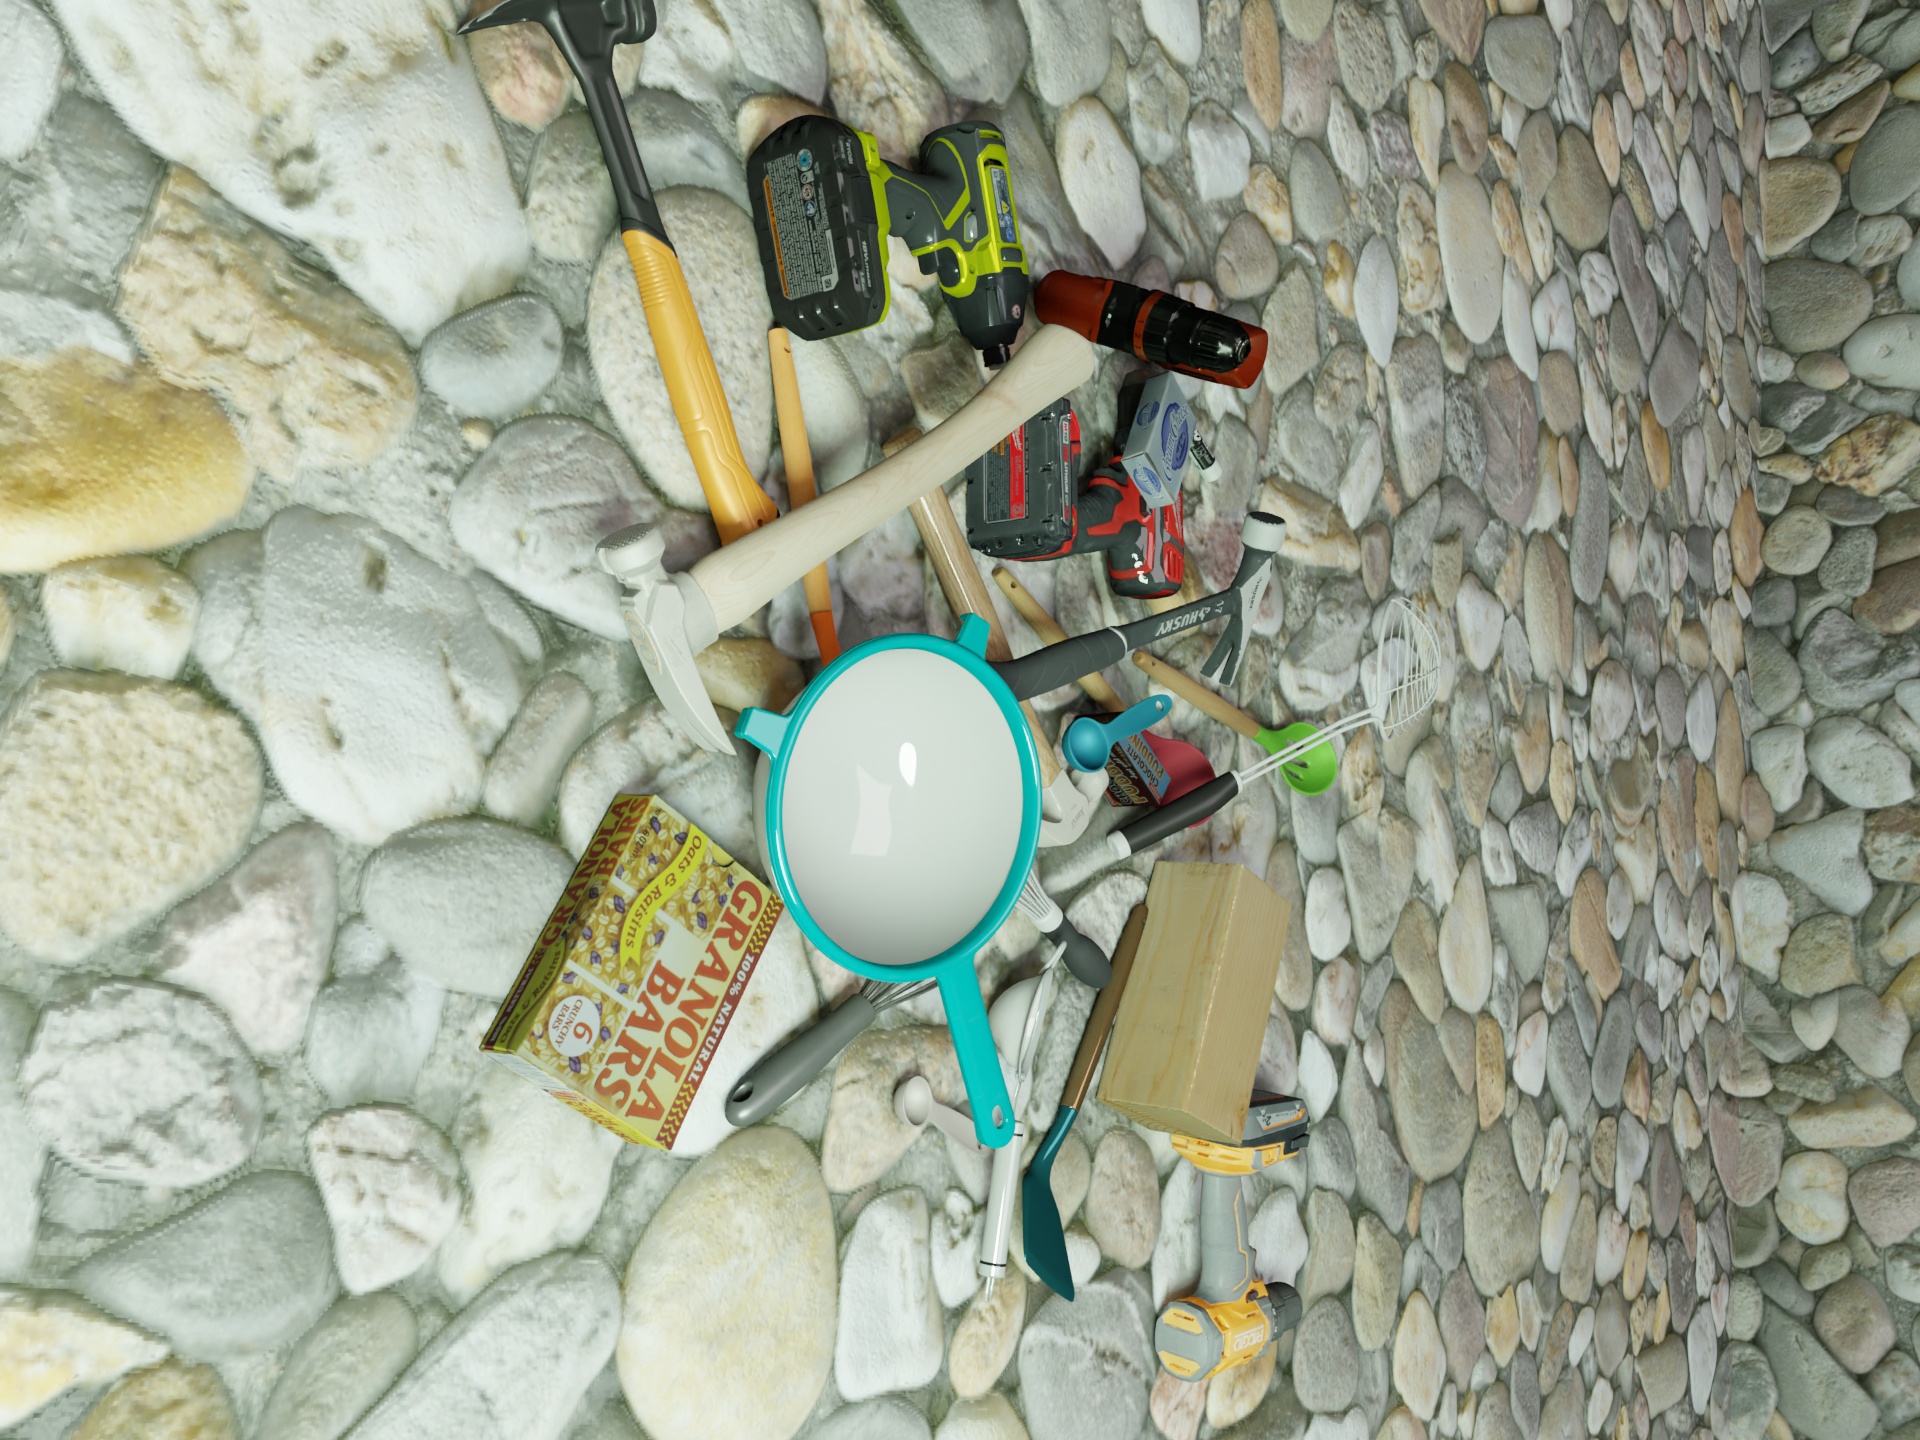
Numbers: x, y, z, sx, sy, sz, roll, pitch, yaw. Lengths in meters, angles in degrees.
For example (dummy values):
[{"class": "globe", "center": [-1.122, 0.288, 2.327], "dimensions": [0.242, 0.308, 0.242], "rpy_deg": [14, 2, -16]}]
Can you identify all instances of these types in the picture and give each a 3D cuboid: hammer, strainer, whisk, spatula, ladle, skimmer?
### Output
[{"class": "hammer", "center": [-0.045, -0.141, 1.023], "dimensions": [0.411, 0.038, 0.146], "rpy_deg": [-39, 121, -33]}, {"class": "strainer", "center": [0.035, 0.285, 1.145], "dimensions": [0.086, 0.050, 0.258], "rpy_deg": [55, 42, -74]}, {"class": "hammer", "center": [0.020, -0.054, 1.156], "dimensions": [0.130, 0.031, 0.331], "rpy_deg": [-50, 122, -51]}, {"class": "whisk", "center": [0.049, 0.126, 1.165], "dimensions": [0.284, 0.070, 0.070], "rpy_deg": [50, 52, -43]}, {"class": "spatula", "center": [0.102, 0.279, 1.228], "dimensions": [0.082, 0.044, 0.318], "rpy_deg": [52, 50, -39]}, {"class": "whisk", "center": [-0.067, 0.187, 1.041], "dimensions": [0.239, 0.055, 0.055], "rpy_deg": [-36, 114, -39]}, {"class": "ladle", "center": [0.117, -0.017, 1.279], "dimensions": [0.315, 0.031, 0.069], "rpy_deg": [46, 66, -34]}, {"class": "spatula", "center": [-0.101, -0.093, 1.036], "dimensions": [0.081, 0.041, 0.322], "rpy_deg": [-8, 89, -47]}, {"class": "skimmer", "center": [0.267, 0.012, 1.353], "dimensions": [0.363, 0.090, 0.127], "rpy_deg": [-27, 127, -15]}, {"class": "hammer", "center": [0.126, -0.059, 1.213], "dimensions": [0.409, 0.036, 0.149], "rpy_deg": [-21, 130, -48]}, {"class": "strainer", "center": [-0.039, 0.111, 1.007], "dimensions": [0.211, 0.095, 0.340], "rpy_deg": [-26, 108, -37]}, {"class": "hammer", "center": [-0.182, -0.259, 0.943], "dimensions": [0.127, 0.034, 0.336], "rpy_deg": [-34, 113, -46]}]

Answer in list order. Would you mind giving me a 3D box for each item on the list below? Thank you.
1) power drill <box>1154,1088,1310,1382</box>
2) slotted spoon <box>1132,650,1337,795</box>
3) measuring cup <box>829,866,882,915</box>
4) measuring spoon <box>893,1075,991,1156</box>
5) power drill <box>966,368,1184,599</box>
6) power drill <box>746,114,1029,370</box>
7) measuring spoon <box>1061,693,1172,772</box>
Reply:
[{"class": "power drill", "center": [0.243, 0.432, 1.356], "dimensions": [0.185, 0.084, 0.226], "rpy_deg": [9, 84, -49]}, {"class": "slotted spoon", "center": [0.249, -0.002, 1.432], "dimensions": [0.313, 0.031, 0.070], "rpy_deg": [27, 67, -43]}, {"class": "measuring cup", "center": [-0.051, 0.086, 1.073], "dimensions": [0.062, 0.029, 0.157], "rpy_deg": [50, 54, -35]}, {"class": "measuring spoon", "center": [-0.013, 0.283, 1.119], "dimensions": [0.124, 0.018, 0.034], "rpy_deg": [46, 47, -45]}, {"class": "power drill", "center": [0.102, -0.197, 1.240], "dimensions": [0.226, 0.080, 0.188], "rpy_deg": [4, 84, -52]}, {"class": "power drill", "center": [-0.034, -0.325, 1.090], "dimensions": [0.223, 0.080, 0.171], "rpy_deg": [-18, 101, -51]}, {"class": "measuring spoon", "center": [0.119, 0.006, 1.218], "dimensions": [0.128, 0.021, 0.042], "rpy_deg": [-26, 94, -42]}]
